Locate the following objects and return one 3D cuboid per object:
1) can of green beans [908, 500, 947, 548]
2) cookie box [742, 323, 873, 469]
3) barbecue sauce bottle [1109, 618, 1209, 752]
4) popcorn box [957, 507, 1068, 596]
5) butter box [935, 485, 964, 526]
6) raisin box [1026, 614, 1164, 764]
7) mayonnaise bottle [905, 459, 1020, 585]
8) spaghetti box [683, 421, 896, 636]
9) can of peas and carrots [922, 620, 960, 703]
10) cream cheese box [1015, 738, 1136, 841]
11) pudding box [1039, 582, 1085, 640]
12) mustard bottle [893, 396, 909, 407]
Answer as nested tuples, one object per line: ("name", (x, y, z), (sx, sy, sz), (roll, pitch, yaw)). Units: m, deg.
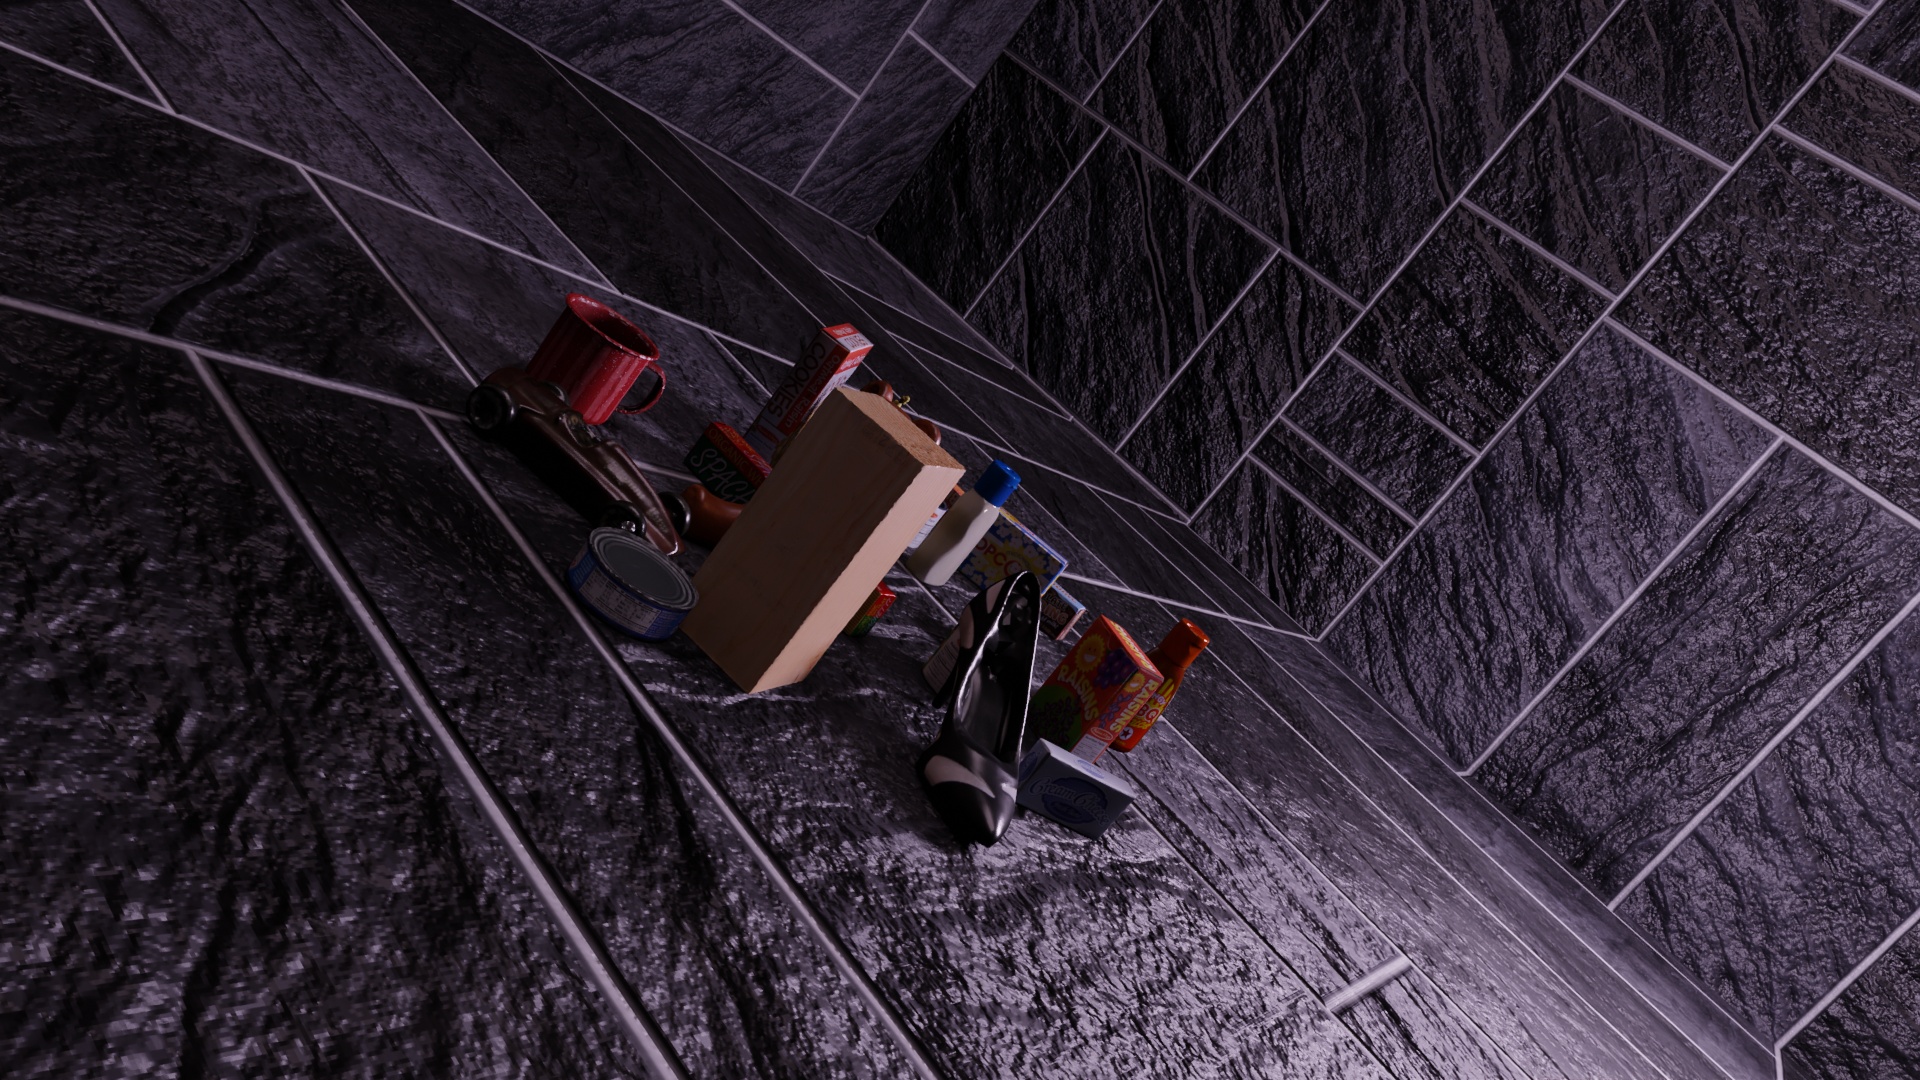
("can of green beans", (-0.057, -0.033, 1.558), (0.071, 0.057, 0.071), (36, 13, -9))
("cookie box", (-0.162, -0.142, 1.404), (0.040, 0.167, 0.123), (38, 13, -2))
("barbecue sauce bottle", (0.192, 0.146, 1.415), (0.065, 0.148, 0.044), (31, 14, -31))
("popcorn box", (0.050, 0.019, 1.605), (0.127, 0.085, 0.038), (40, 13, 6))
("butter box", (-0.037, -0.064, 1.726), (0.104, 0.053, 0.024), (46, 15, 31))
("raisin box", (0.120, 0.143, 1.286), (0.040, 0.123, 0.086), (30, 15, -34))
("mayonnaise bottle", (0.005, -0.018, 1.475), (0.041, 0.147, 0.065), (43, 13, 21))
("spaghetti box", (-0.157, -0.014, 1.242), (0.250, 0.050, 0.029), (44, 14, 24))
("can of peas and carrots", (0.010, 0.113, 1.238), (0.071, 0.058, 0.071), (36, 13, -9))
("cream cheese box", (0.090, 0.207, 1.145), (0.103, 0.053, 0.024), (31, 15, -30))
("pudding box", (0.100, 0.072, 1.638), (0.084, 0.049, 0.030), (42, 13, 17))
("mustard bottle", (-0.102, -0.084, 1.382), (0.049, 0.160, 0.065), (38, 12, -1))
